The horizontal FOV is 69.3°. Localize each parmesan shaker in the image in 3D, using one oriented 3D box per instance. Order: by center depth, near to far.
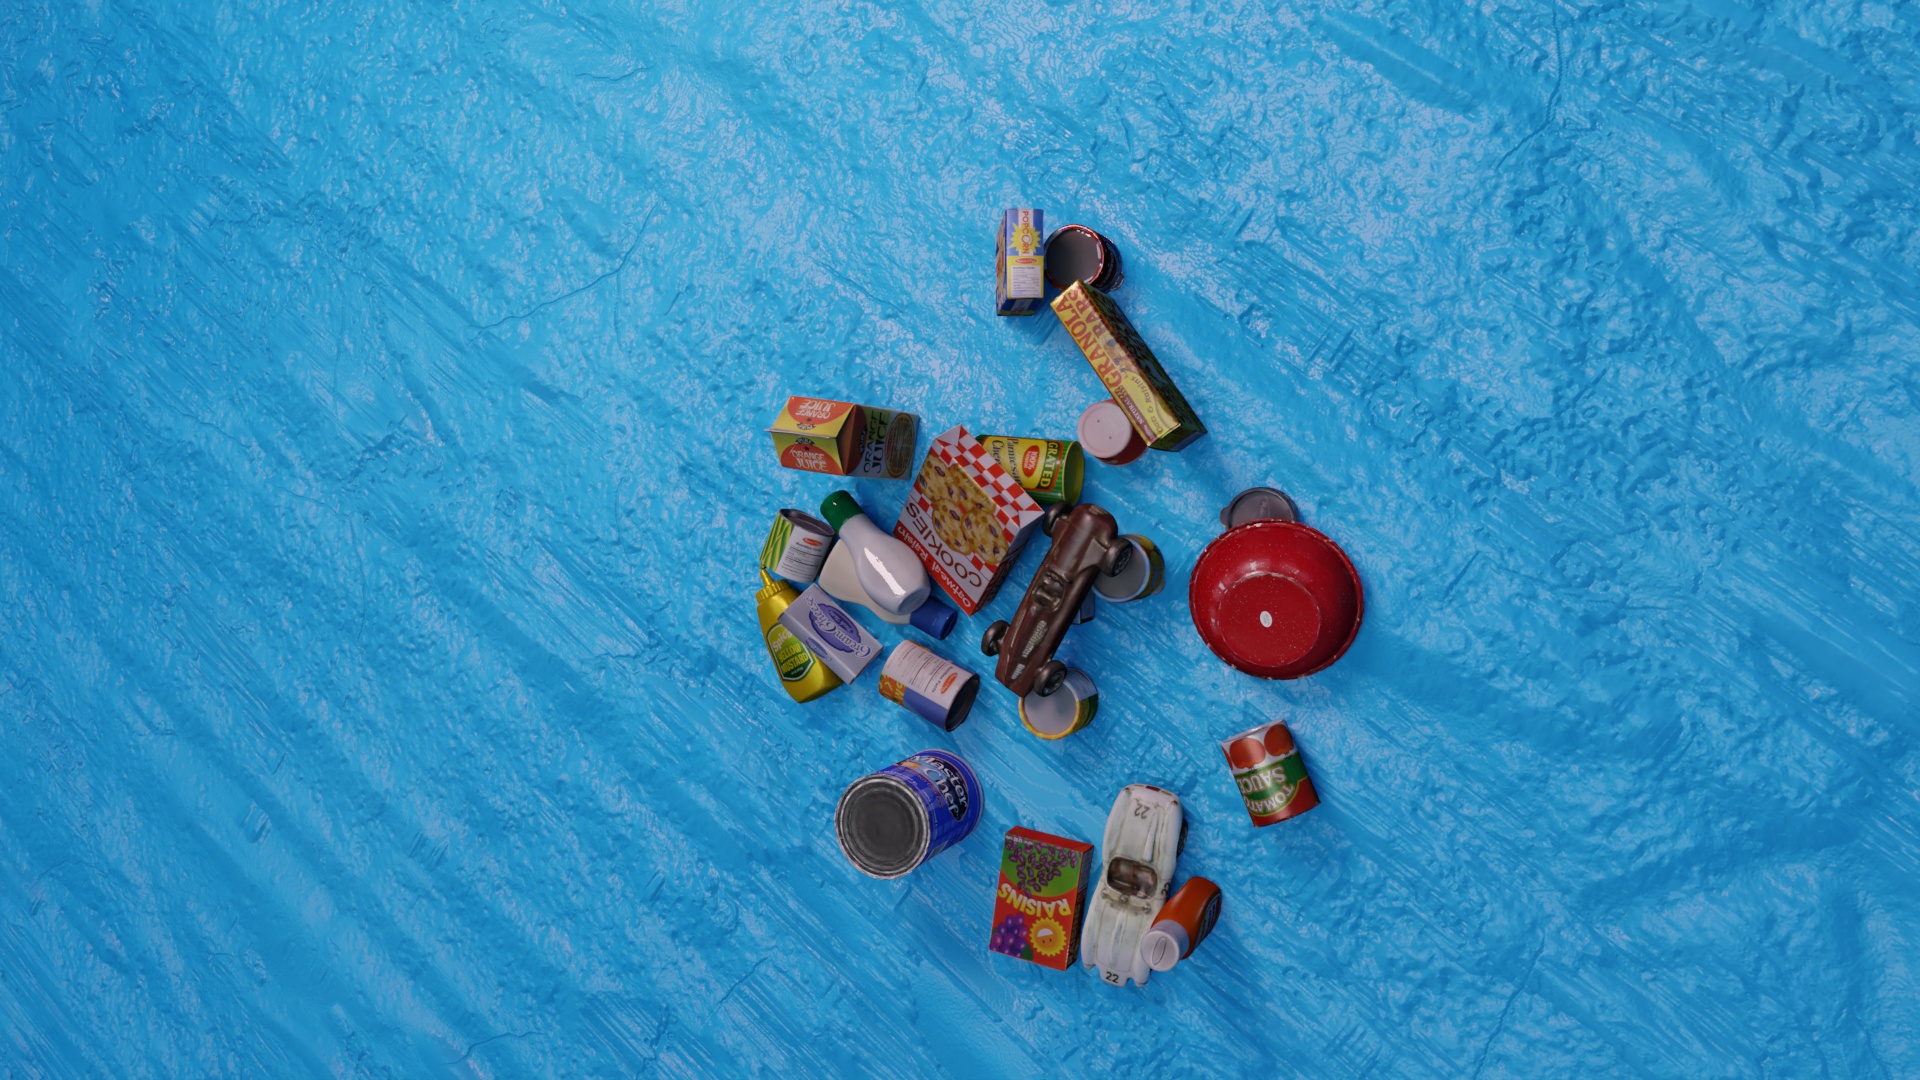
[{"bbox_3d":[0.064,-0.067,1.377,0.103,0.071,0.071,6,94,22],"label":"parmesan shaker"}]

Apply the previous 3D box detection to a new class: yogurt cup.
[{"bbox_3d":[0.147,-0.107,1.350,0.072,0.054,0.072,1,92,21],"label":"yogurt cup"}]

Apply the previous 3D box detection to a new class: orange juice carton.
[{"bbox_3d":[-0.116,-0.101,1.382,0.072,0.193,0.073,10,95,23],"label":"orange juice carton"}]

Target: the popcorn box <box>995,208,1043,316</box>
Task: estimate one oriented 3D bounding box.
[{"bbox_3d":[0.057,-0.267,1.344,0.038,0.127,0.085,-1,91,-3],"label":"popcorn box"}]

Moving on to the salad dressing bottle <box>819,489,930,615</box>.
[{"bbox_3d":[-0.090,0.010,1.422,0.064,0.043,0.148,-33,64,-14],"label":"salad dressing bottle"}]

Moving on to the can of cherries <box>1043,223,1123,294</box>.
[{"bbox_3d":[0.120,-0.271,1.355,0.071,0.058,0.071,1,91,23],"label":"can of cherries"}]

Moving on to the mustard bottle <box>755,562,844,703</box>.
[{"bbox_3d":[-0.183,0.094,1.490,0.065,0.049,0.160,-32,80,23],"label":"mustard bottle"}]

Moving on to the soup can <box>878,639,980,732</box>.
[{"bbox_3d":[-0.032,0.150,1.424,0.084,0.071,0.071,26,101,20],"label":"soup can"}]

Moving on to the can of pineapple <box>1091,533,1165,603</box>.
[{"bbox_3d":[0.161,0.027,1.345,0.071,0.058,0.071,1,92,22],"label":"can of pineapple"}]

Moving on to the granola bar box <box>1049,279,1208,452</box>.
[{"bbox_3d":[0.159,-0.160,1.306,0.039,0.124,0.166,-37,78,18],"label":"granola bar box"}]

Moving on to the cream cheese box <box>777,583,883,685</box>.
[{"bbox_3d":[-0.136,0.098,1.456,0.104,0.054,0.024,42,140,1],"label":"cream cheese box"}]

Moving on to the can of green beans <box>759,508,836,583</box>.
[{"bbox_3d":[-0.173,0.006,1.475,0.071,0.071,0.057,29,102,19],"label":"can of green beans"}]

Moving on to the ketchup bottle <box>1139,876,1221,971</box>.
[{"bbox_3d":[0.203,0.359,1.287,0.043,0.149,0.064,20,99,22],"label":"ketchup bottle"}]

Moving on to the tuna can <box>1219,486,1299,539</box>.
[{"bbox_3d":[0.282,-0.018,1.309,0.071,0.033,0.071,1,92,22],"label":"tuna can"}]

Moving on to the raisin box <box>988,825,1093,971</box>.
[{"bbox_3d":[0.080,0.359,1.396,0.086,0.040,0.123,9,93,21],"label":"raisin box"}]

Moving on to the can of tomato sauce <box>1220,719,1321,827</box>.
[{"bbox_3d":[0.287,0.217,1.292,0.071,0.071,0.083,-25,82,21],"label":"can of tomato sauce"}]

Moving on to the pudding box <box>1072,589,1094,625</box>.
[{"bbox_3d":[0.112,0.039,1.370,0.030,0.050,0.083,0,92,24],"label":"pudding box"}]

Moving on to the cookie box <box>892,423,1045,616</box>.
[{"bbox_3d":[0.005,-0.017,1.369,0.123,0.040,0.166,47,145,15],"label":"cookie box"}]

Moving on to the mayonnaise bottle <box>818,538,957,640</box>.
[{"bbox_3d":[-0.074,0.055,1.450,0.148,0.041,0.064,28,95,18],"label":"mayonnaise bottle"}]

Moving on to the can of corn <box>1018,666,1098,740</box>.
[{"bbox_3d":[0.096,0.163,1.374,0.071,0.058,0.071,1,91,22],"label":"can of corn"}]
